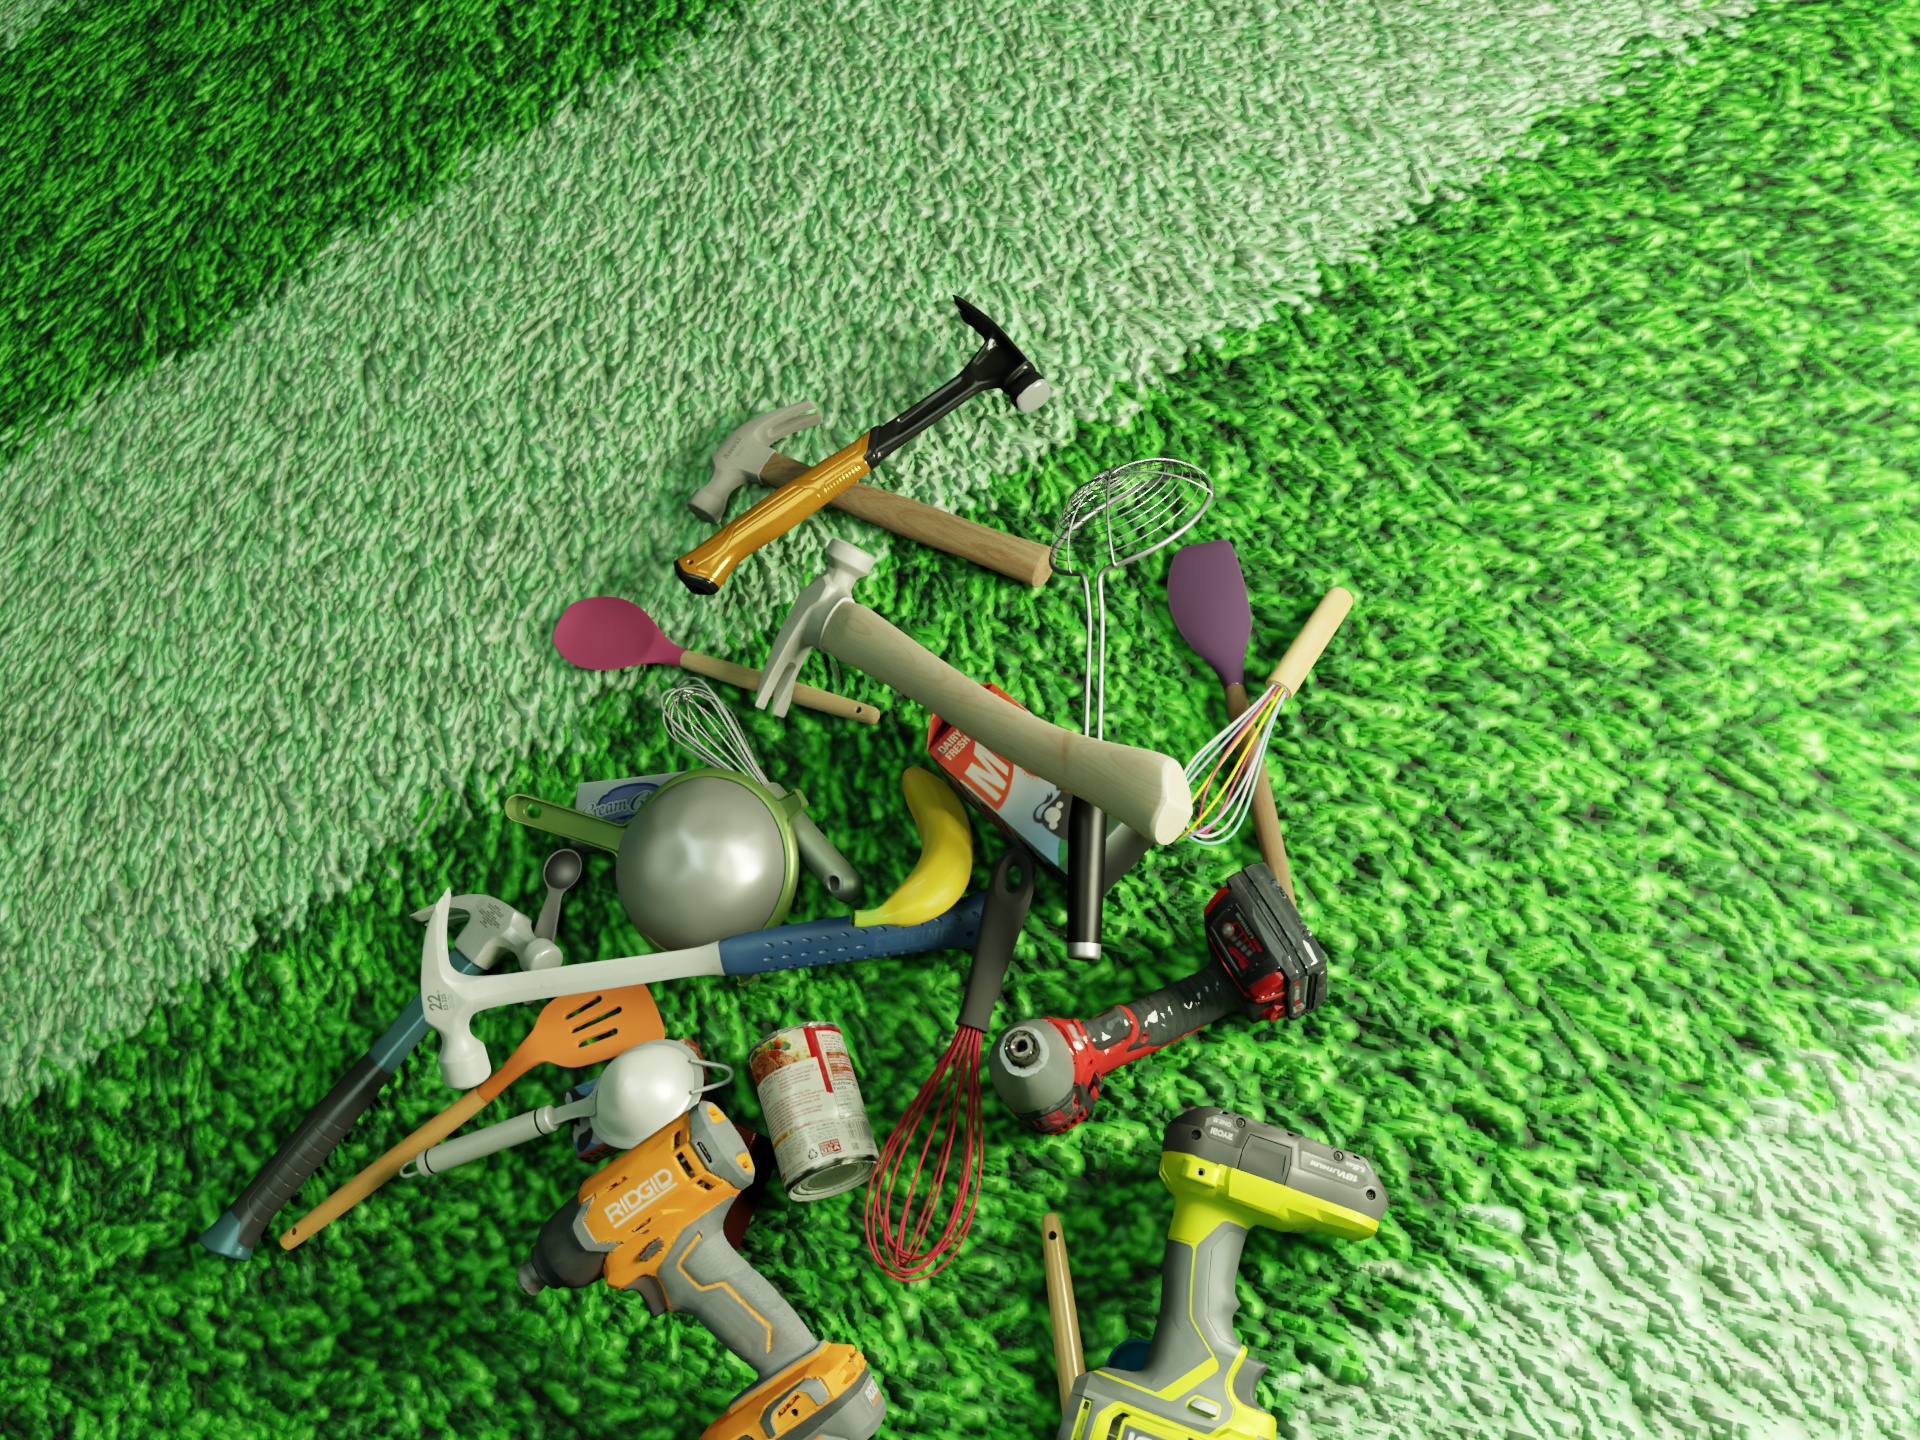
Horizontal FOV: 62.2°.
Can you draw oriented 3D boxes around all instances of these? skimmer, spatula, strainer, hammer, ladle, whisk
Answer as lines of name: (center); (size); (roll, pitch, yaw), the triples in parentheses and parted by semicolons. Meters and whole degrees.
skimmer: (0.111, -0.015, 1.095); (0.127, 0.090, 0.363); (-9, 72, 40)
spatula: (-0.368, 0.294, 1.180); (0.322, 0.041, 0.081); (-37, 60, 1)
strainer: (-0.248, 0.094, 1.190); (0.256, 0.069, 0.151); (15, 87, 19)
hammer: (-0.180, 0.164, 1.124); (0.405, 0.144, 0.035); (-8, 17, 0)
hammer: (-0.068, -0.179, 1.323); (0.331, 0.031, 0.130); (23, 73, 25)
strainer: (-0.286, 0.280, 1.123); (0.258, 0.050, 0.087); (-21, 43, 10)
ladle: (0.077, 0.457, 0.957); (0.069, 0.031, 0.316); (-9, 59, 3)
hammer: (-0.095, -0.217, 1.311); (0.337, 0.034, 0.127); (-35, 61, -2)
hammer: (-0.002, -0.004, 1.106); (0.411, 0.038, 0.146); (31, 95, 45)
whisk: (-0.153, 0.052, 1.226); (0.247, 0.059, 0.057); (45, 120, 26)
whisk: (0.217, -0.006, 1.122); (0.051, 0.047, 0.245); (28, 63, 21)
whisk: (0.001, 0.224, 1.064); (0.073, 0.073, 0.296); (10, 71, 21)
spatula: (0.202, -0.001, 1.155); (0.060, 0.018, 0.316); (-12, 60, 6)
hammer: (-0.448, 0.270, 1.204); (0.128, 0.033, 0.331); (33, 78, 34)

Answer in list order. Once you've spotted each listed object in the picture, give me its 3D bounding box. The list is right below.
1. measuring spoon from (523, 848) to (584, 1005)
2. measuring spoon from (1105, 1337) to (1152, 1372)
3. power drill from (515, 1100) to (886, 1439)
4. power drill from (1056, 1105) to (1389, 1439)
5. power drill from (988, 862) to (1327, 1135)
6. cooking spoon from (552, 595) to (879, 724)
measuring spoon: (-0.318, 0.161, 1.239); (0.034, 0.018, 0.124); (5, 72, 21)
measuring spoon: (0.112, 0.441, 0.958); (0.042, 0.021, 0.129); (-4, 66, 1)
power drill: (-0.168, 0.379, 1.002); (0.164, 0.084, 0.226); (-34, 79, -2)
power drill: (0.168, 0.359, 0.942); (0.171, 0.080, 0.223); (17, 70, 11)
power drill: (0.120, 0.186, 1.015); (0.219, 0.143, 0.079); (-29, 62, -1)
cooking spoon: (-0.205, -0.043, 1.303); (0.319, 0.017, 0.069); (16, 72, 24)
